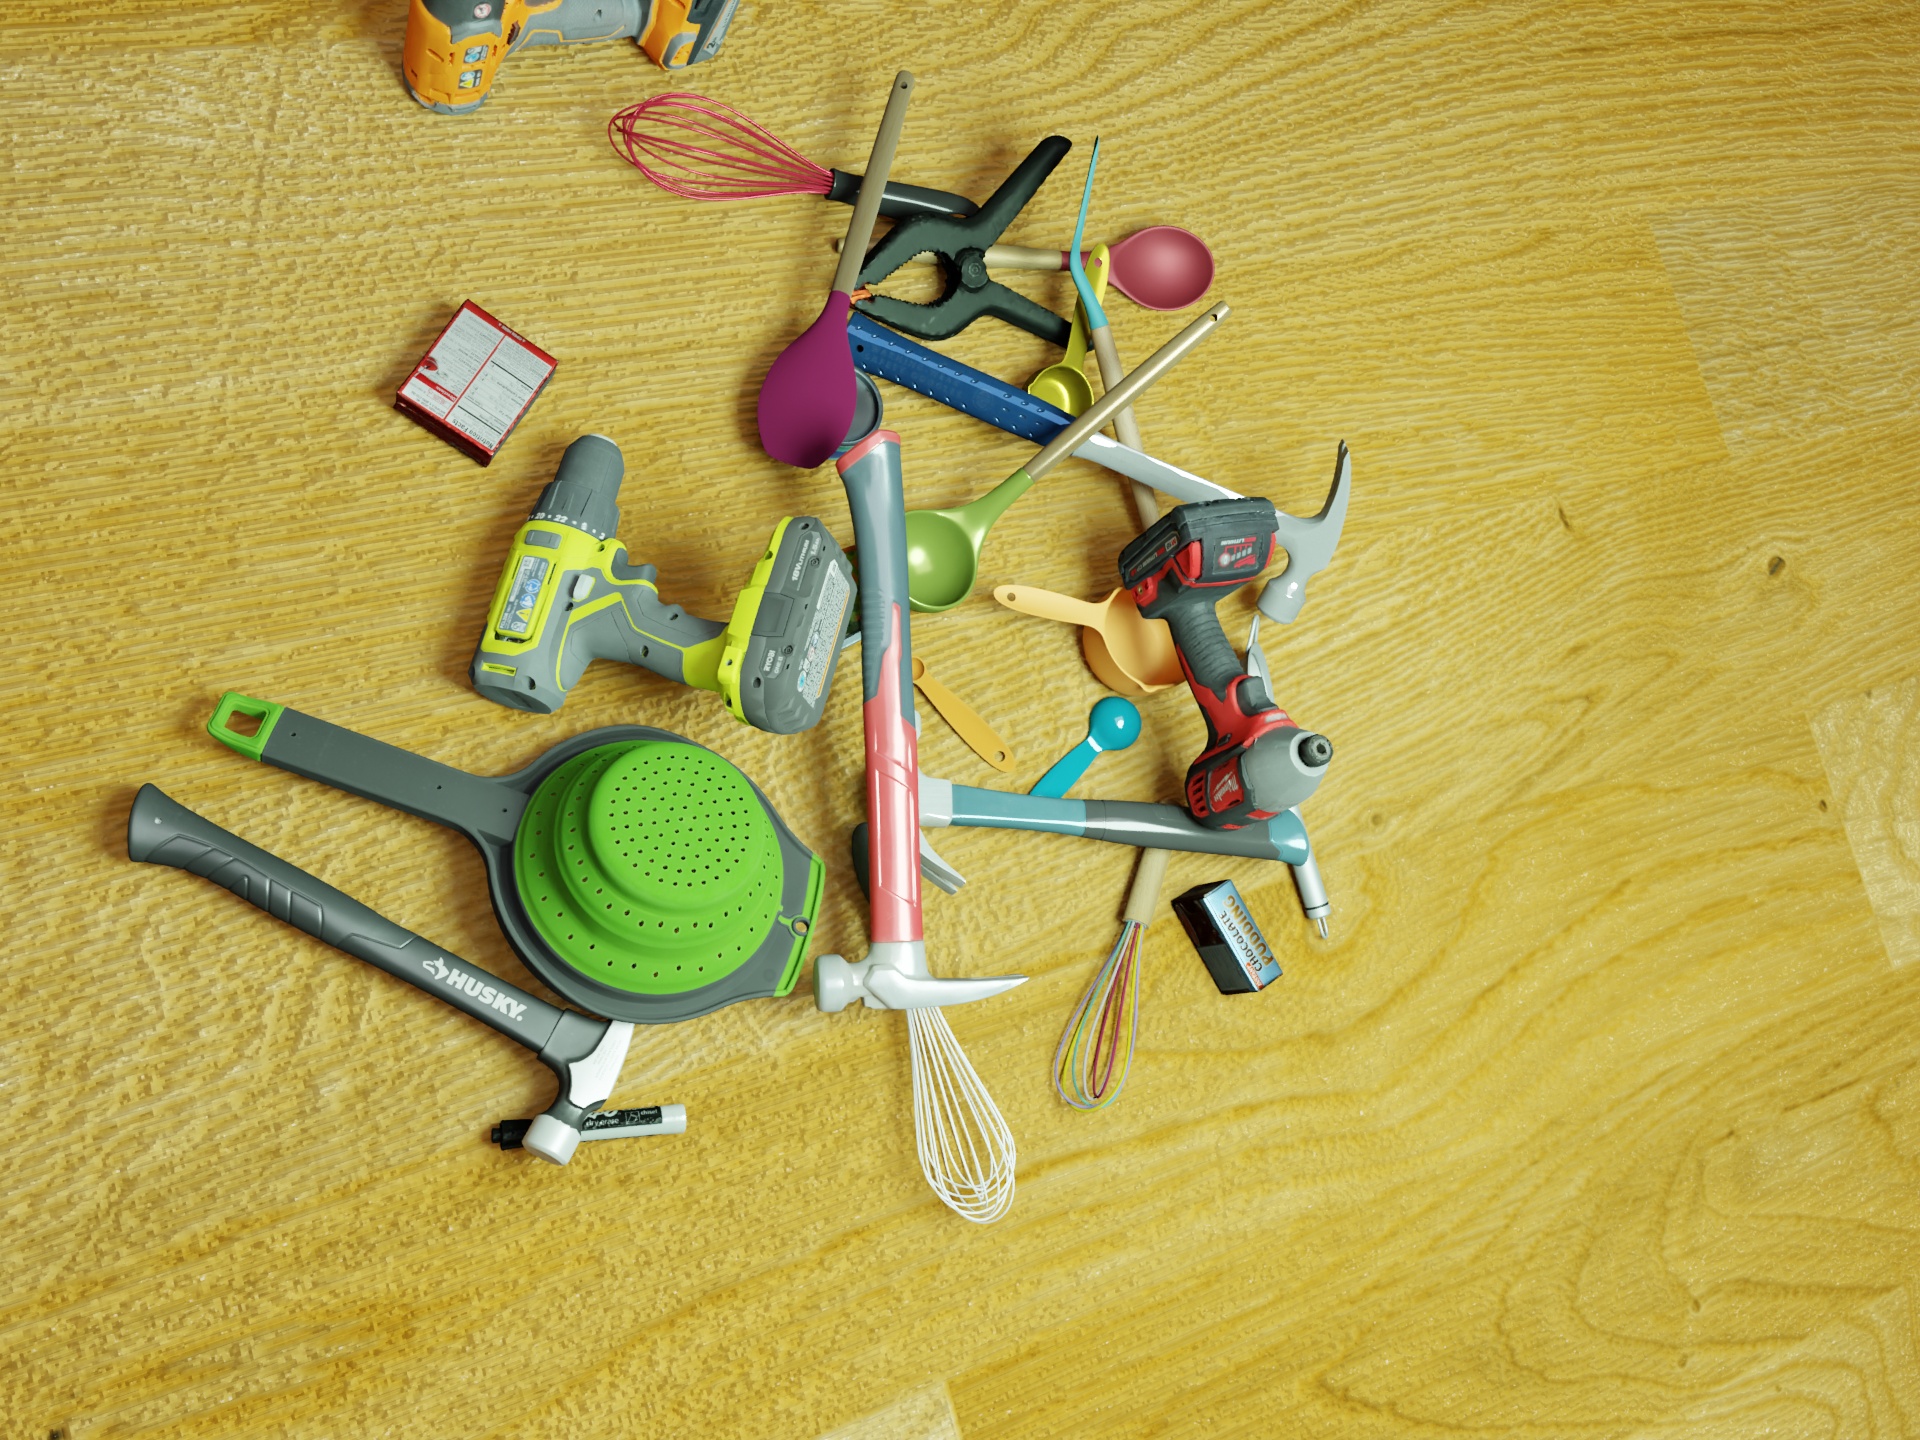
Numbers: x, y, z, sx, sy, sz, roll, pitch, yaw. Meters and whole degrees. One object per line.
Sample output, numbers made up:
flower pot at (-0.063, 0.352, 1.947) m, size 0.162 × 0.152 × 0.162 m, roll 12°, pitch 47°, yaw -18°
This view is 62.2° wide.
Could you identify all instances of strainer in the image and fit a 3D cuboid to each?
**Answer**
strainer at (0.246, 0.048, 1.239) m, size 0.087 × 0.050 × 0.258 m, roll -19°, pitch 92°, yaw -67°

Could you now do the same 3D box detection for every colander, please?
colander at (-0.262, 0.051, 0.986) m, size 0.397 × 0.094 × 0.205 m, roll 22°, pitch 56°, yaw -14°

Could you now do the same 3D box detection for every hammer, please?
hammer at (0.101, -0.212, 1.196) m, size 0.405 × 0.035 × 0.144 m, roll 23°, pitch 115°, yaw -6°
hammer at (-0.354, 0.132, 0.982) m, size 0.334 × 0.035 × 0.146 m, roll 31°, pitch 61°, yaw -10°
hammer at (-0.033, -0.003, 1.071) m, size 0.143 × 0.038 × 0.386 m, roll -1°, pitch 85°, yaw -13°
hammer at (0.101, 0.071, 1.158) m, size 0.331 × 0.033 × 0.128 m, roll 7°, pitch 66°, yaw -16°

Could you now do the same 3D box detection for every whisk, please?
whisk at (0.126, 0.170, 1.166) m, size 0.051 × 0.047 × 0.245 m, roll 25°, pitch 68°, yaw -14°
whisk at (-0.115, -0.405, 1.185) m, size 0.295 × 0.073 × 0.073 m, roll 6°, pitch 77°, yaw -25°
whisk at (-0.026, 0.206, 1.095) m, size 0.070 × 0.070 × 0.285 m, roll -14°, pitch 79°, yaw -23°

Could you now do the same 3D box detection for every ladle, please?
ladle at (0.070, -0.194, 1.145) m, size 0.320 × 0.062 × 0.078 m, roll -40°, pitch 97°, yaw 5°
ladle at (0.054, -0.365, 1.259) m, size 0.315 × 0.031 × 0.069 m, roll -2°, pitch 93°, yaw -20°

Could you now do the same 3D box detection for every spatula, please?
spatula at (0.123, -0.277, 1.211) m, size 0.044 × 0.082 × 0.317 m, roll -15°, pitch 107°, yaw 7°

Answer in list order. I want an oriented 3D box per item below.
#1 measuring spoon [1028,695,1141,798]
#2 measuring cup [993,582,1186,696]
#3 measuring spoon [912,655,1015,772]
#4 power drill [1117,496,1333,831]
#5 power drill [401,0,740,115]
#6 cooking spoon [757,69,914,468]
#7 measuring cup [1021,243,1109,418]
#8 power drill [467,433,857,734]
measuring spoon at (0.093, 0.028, 1.192) m, size 0.042 × 0.021 × 0.128 m, roll 48°, pitch 66°, yaw -6°
measuring cup at (0.098, -0.071, 1.200) m, size 0.173 × 0.052 × 0.095 m, roll 13°, pitch 75°, yaw -17°
measuring spoon at (-0.002, -0.004, 1.170) m, size 0.117 × 0.011 × 0.021 m, roll 45°, pitch 81°, yaw -11°
power drill at (0.193, -0.039, 1.123) m, size 0.078 × 0.143 × 0.220 m, roll -9°, pitch 78°, yaw -24°
power drill at (-0.265, -0.500, 1.089) m, size 0.226 × 0.164 × 0.084 m, roll -24°, pitch 88°, yaw -26°
cooking spoon at (-0.081, -0.333, 1.157) m, size 0.068 × 0.017 × 0.319 m, roll 17°, pitch 78°, yaw -11°
measuring cup at (0.085, -0.294, 1.236) m, size 0.062 × 0.029 × 0.156 m, roll 17°, pitch 87°, yaw -27°
power drill at (-0.191, -0.088, 1.034) m, size 0.228 × 0.080 × 0.191 m, roll 10°, pitch 73°, yaw 15°
